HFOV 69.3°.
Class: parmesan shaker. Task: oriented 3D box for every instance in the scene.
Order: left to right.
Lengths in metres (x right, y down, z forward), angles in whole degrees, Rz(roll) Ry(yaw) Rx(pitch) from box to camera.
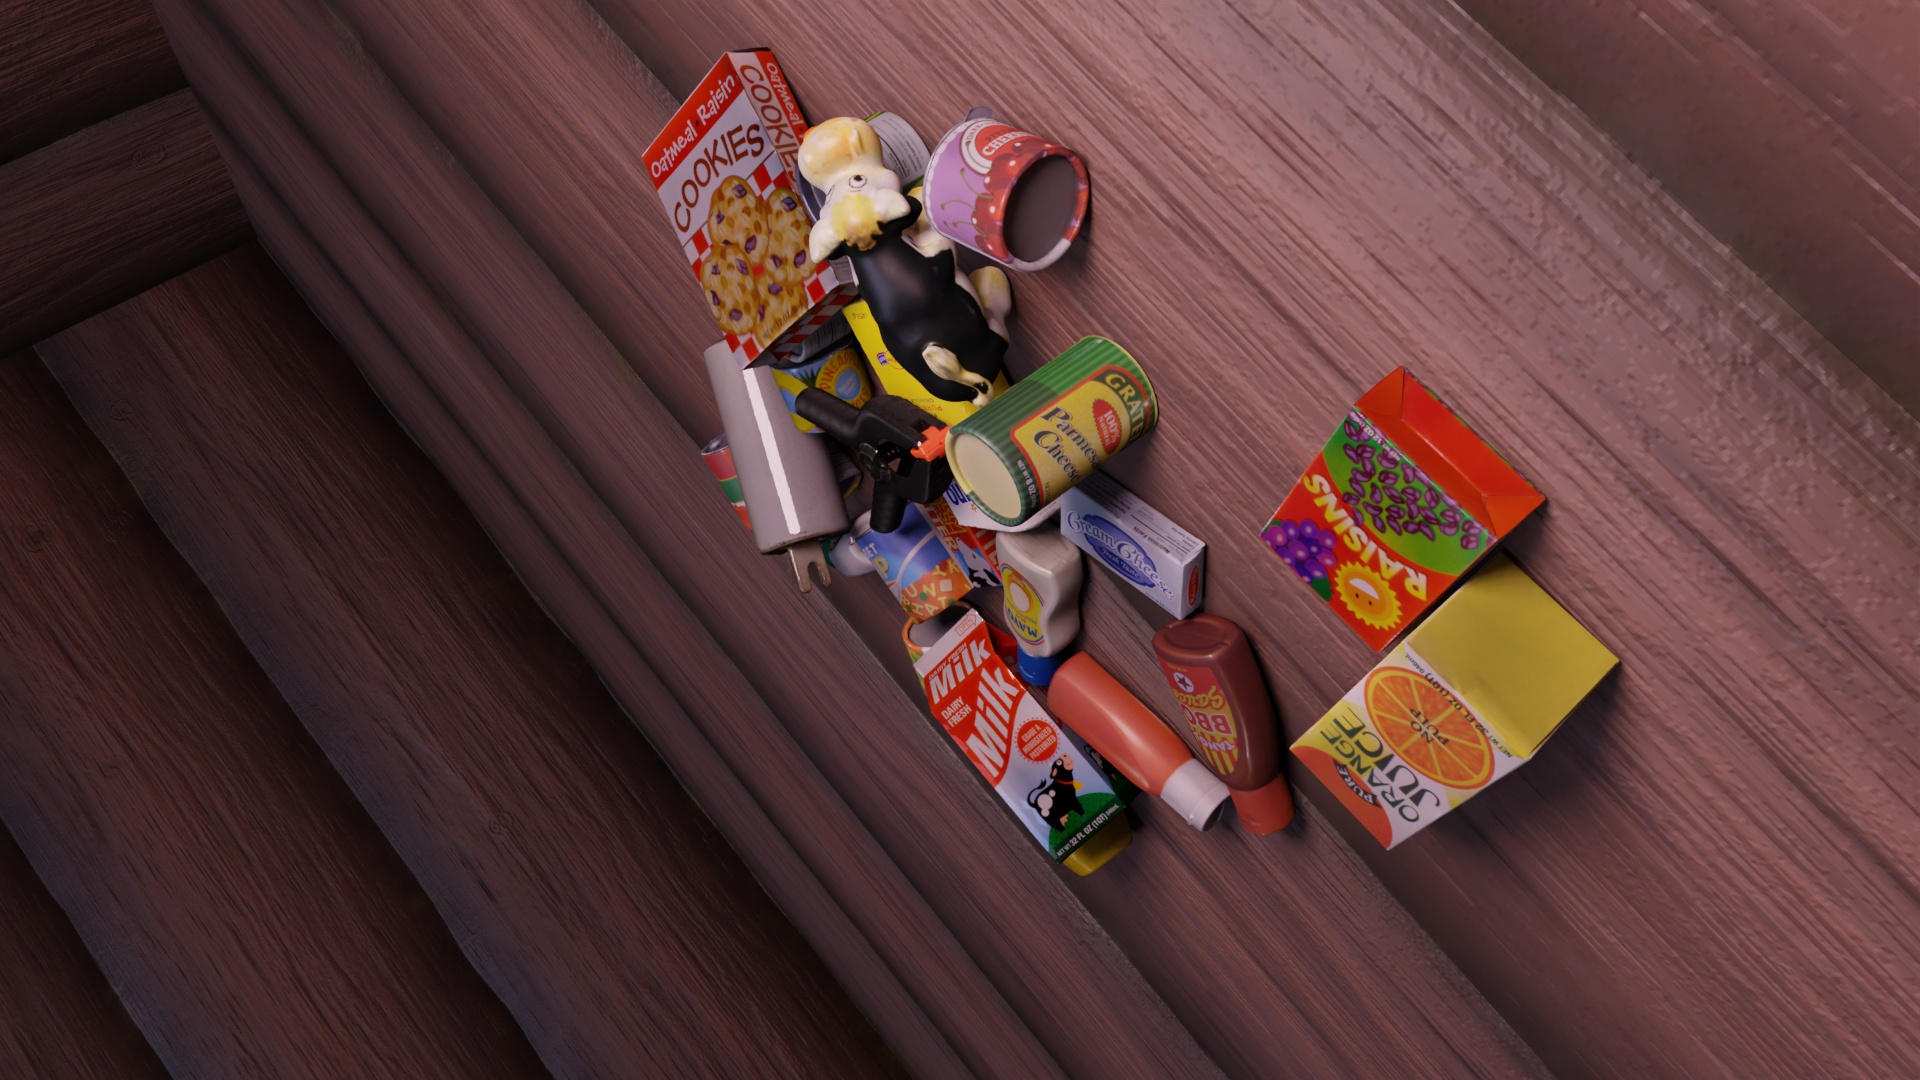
[{"bbox_3d":[0.052,-0.059,0.777,0.071,0.103,0.071,41,153,26],"label":"parmesan shaker"}]

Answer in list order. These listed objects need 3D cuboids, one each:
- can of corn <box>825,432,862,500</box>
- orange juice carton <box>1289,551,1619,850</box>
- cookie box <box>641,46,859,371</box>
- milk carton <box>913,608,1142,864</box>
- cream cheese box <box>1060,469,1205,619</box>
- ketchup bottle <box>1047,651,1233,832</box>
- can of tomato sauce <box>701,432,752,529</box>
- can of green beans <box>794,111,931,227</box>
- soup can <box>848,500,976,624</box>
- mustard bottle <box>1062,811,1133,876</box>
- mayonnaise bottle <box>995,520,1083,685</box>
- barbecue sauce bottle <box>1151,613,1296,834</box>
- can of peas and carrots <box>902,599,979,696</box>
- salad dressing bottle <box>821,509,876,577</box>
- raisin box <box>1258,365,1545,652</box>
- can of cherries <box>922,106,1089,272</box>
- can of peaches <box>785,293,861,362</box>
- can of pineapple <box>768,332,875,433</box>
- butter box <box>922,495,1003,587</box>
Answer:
[{"bbox_3d":[-0.126,-0.054,1.161,0.058,0.071,0.071,49,156,10],"label":"can of corn"},{"bbox_3d":[0.228,0.091,0.686,0.072,0.073,0.191,47,156,15],"label":"orange juice carton"},{"bbox_3d":[-0.134,-0.215,0.911,0.122,0.040,0.167,-30,83,45],"label":"cookie box"},{"bbox_3d":[0.047,0.146,1.071,0.191,0.072,0.073,49,-165,11],"label":"milk carton"},{"bbox_3d":[0.105,-0.001,0.855,0.104,0.024,0.053,38,150,33],"label":"cream cheese box"},{"bbox_3d":[0.127,0.145,0.988,0.149,0.044,0.064,41,154,28],"label":"ketchup bottle"},{"bbox_3d":[-0.189,-0.061,1.273,0.071,0.071,0.083,6,129,60],"label":"can of tomato sauce"},{"bbox_3d":[-0.055,-0.213,0.825,0.071,0.058,0.071,42,154,26],"label":"can of green beans"},{"bbox_3d":[-0.035,0.015,1.081,0.083,0.071,0.071,55,157,-3],"label":"soup can"},{"bbox_3d":[0.074,0.193,1.135,0.160,0.065,0.048,56,160,12],"label":"mustard bottle"},{"bbox_3d":[0.057,0.048,0.990,0.065,0.041,0.147,39,152,31],"label":"mayonnaise bottle"},{"bbox_3d":[0.171,0.117,0.867,0.065,0.044,0.148,13,134,55],"label":"barbecue sauce bottle"},{"bbox_3d":[-0.010,0.089,1.142,0.071,0.071,0.058,25,143,48],"label":"can of peas and carrots"},{"bbox_3d":[-0.088,0.004,1.184,0.044,0.064,0.147,47,165,-8],"label":"salad dressing bottle"},{"bbox_3d":[0.199,-0.011,0.646,0.086,0.040,0.122,46,154,15],"label":"raisin box"},{"bbox_3d":[0.024,-0.180,0.712,0.058,0.072,0.071,34,150,38],"label":"can of cherries"},{"bbox_3d":[-0.110,-0.170,0.987,0.071,0.058,0.071,42,154,26],"label":"can of peaches"},{"bbox_3d":[-0.102,-0.120,1.030,0.071,0.071,0.057,24,143,49],"label":"can of pineapple"},{"bbox_3d":[0.004,-0.013,1.029,0.103,0.024,0.053,58,157,-10],"label":"butter box"}]
